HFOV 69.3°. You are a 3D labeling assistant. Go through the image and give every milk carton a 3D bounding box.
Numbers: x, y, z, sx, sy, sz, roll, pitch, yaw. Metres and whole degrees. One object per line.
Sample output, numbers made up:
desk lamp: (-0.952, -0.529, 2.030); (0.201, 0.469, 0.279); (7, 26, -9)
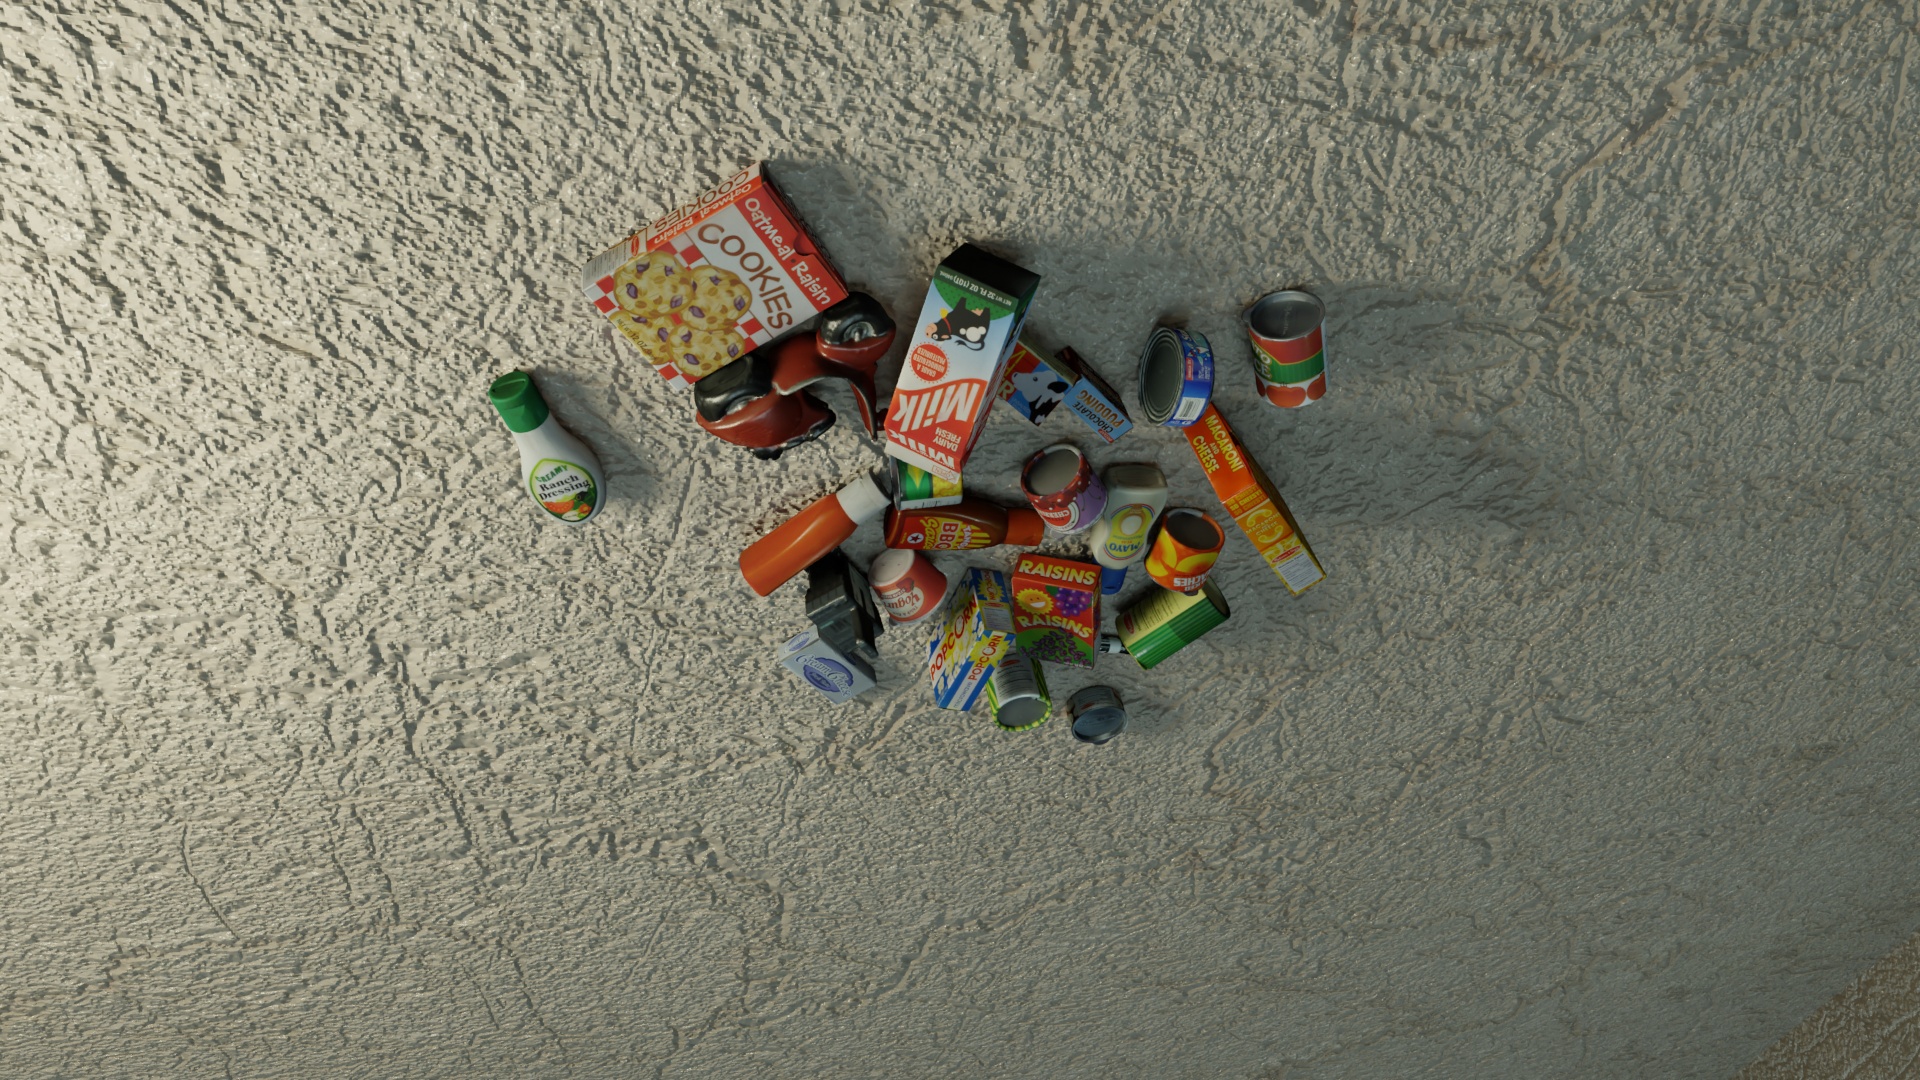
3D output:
milk carton: (-0.005, -0.138, 1.139); (0.072, 0.074, 0.189); (25, 121, 6)

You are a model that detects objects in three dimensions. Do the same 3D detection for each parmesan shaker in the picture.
parmesan shaker: (0.223, 0.083, 1.453); (0.103, 0.071, 0.071); (-36, 132, 21)

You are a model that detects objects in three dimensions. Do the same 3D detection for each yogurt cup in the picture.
yogurt cup: (-0.054, 0.040, 1.349); (0.072, 0.073, 0.053); (-28, 126, 14)

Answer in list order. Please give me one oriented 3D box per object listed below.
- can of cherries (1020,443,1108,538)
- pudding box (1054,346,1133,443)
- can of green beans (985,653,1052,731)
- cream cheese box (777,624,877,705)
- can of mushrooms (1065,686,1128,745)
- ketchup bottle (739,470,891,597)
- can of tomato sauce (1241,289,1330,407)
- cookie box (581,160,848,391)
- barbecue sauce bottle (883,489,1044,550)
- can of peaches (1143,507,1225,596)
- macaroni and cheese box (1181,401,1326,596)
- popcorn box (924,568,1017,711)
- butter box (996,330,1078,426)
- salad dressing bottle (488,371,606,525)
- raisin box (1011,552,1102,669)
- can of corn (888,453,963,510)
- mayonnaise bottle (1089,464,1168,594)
can of cherries: (0.096, -0.046, 1.294); (0.071, 0.072, 0.058); (-26, 134, 12)
pudding box: (0.114, -0.128, 1.231); (0.030, 0.050, 0.083); (-36, 132, 19)
can of green beans: (0.062, 0.166, 1.506); (0.071, 0.058, 0.071); (-7, 136, -7)
cream cheese box: (-0.138, 0.131, 1.446); (0.053, 0.024, 0.103); (-31, 133, 16)
can of mushrooms: (0.155, 0.200, 1.581); (0.071, 0.033, 0.070); (-8, 135, -7)
ketchup bottle: (-0.134, -0.009, 1.283); (0.148, 0.065, 0.043); (-34, 114, 8)
can of tomato sauce: (0.288, -0.168, 1.223); (0.071, 0.071, 0.082); (-18, 136, 4)
cookie box: (-0.190, -0.203, 1.087); (0.167, 0.040, 0.122); (-27, 134, 13)
barbecue sauce bottle: (0.005, -0.017, 1.320); (0.149, 0.044, 0.064); (3, 142, -17)
can of peaches: (0.224, 0.011, 1.382); (0.071, 0.071, 0.057); (3, 132, -17)
macaroni and cheese box: (0.275, -0.041, 1.306); (0.040, 0.124, 0.166); (-33, 133, 15)
popcorn box: (0.009, 0.102, 1.409); (0.038, 0.085, 0.126); (11, 131, -22)
butter box: (0.044, -0.149, 1.178); (0.103, 0.024, 0.053); (38, 121, -5)
salad dressing bottle: (-0.349, -0.077, 1.172); (0.064, 0.044, 0.147); (-17, 136, 1)
raisin box: (0.099, 0.072, 1.413); (0.086, 0.040, 0.122); (10, 138, 15)
can of corn: (-0.032, -0.065, 1.249); (0.058, 0.071, 0.070); (-6, 135, -8)
mayonnaise bottle: (0.158, -0.009, 1.367); (0.065, 0.041, 0.147); (0, 135, -12)
